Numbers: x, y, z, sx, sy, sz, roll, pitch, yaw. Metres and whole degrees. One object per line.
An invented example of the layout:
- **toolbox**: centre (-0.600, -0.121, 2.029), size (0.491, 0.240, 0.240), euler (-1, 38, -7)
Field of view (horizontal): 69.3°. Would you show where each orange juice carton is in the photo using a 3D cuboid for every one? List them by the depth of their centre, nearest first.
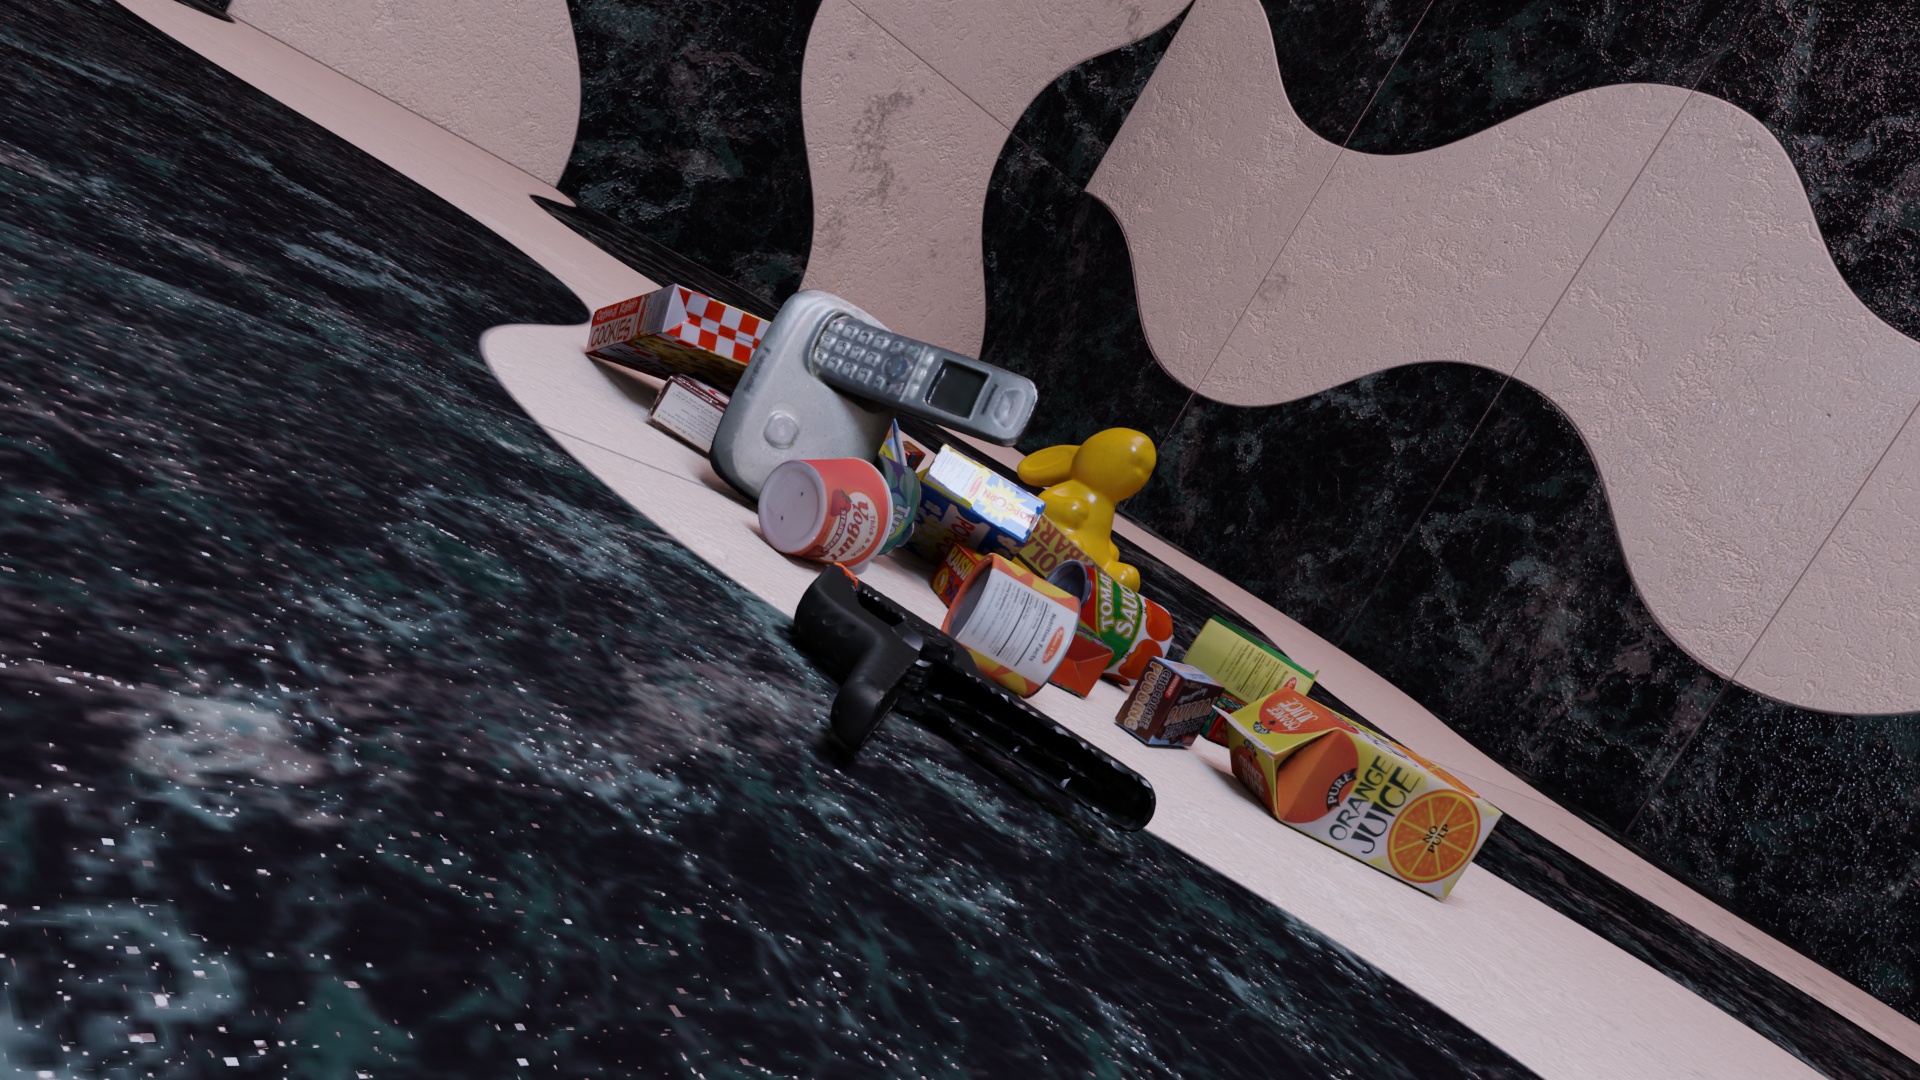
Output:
- **orange juice carton**: centre (0.254, 0.160, 0.921), size (0.192, 0.073, 0.072), euler (28, 8, -21)

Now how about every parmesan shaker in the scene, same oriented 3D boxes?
- **parmesan shaker**: centre (0.249, 0.116, 1.210), size (0.103, 0.071, 0.071), euler (32, 7, 14)

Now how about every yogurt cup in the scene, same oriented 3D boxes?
- **yogurt cup**: centre (-0.082, -0.018, 0.821), size (0.072, 0.072, 0.054), euler (35, 16, 32)

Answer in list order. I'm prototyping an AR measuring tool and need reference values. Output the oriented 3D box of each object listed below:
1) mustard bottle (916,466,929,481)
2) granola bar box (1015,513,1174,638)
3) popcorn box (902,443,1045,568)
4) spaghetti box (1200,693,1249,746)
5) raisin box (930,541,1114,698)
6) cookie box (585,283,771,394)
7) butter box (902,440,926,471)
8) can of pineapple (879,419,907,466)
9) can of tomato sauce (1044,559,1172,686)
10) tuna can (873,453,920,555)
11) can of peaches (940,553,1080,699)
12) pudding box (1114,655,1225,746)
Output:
- **mustard bottle**: centre (-0.020, -0.033, 1.154), size (0.049, 0.065, 0.160), euler (41, -11, -19)
- **granola bar box**: centre (0.088, 0.025, 1.141), size (0.165, 0.039, 0.124), euler (42, 0, -20)
- **popcorn box**: centre (0.004, -0.013, 1.010), size (0.085, 0.038, 0.126), euler (31, -22, 0)
- **spaghetti box**: centre (0.260, 0.162, 1.101), size (0.250, 0.028, 0.050), euler (25, 9, -38)
- **raisin box**: centre (0.038, 0.050, 0.932), size (0.086, 0.040, 0.123), euler (27, 7, -24)
- **cookie box**: centre (-0.196, -0.146, 1.051), size (0.123, 0.040, 0.167), euler (18, -8, -32)
- **butter box**: centre (-0.060, -0.062, 1.245), size (0.024, 0.053, 0.103), euler (33, 7, 3)
- **can of pineapple**: centre (-0.072, -0.055, 1.017), size (0.058, 0.071, 0.071), euler (-10, 5, 4)
- **can of tomato sauce**: centre (0.103, 0.060, 1.006), size (0.083, 0.071, 0.071), euler (28, 7, -25)
- **tuna can**: centre (-0.060, -0.024, 0.941), size (0.033, 0.071, 0.071), euler (24, 9, -38)
- **can of peaches**: centre (0.026, 0.049, 0.795), size (0.058, 0.071, 0.071), euler (29, 7, -12)
- **pudding box**: centre (0.137, 0.106, 0.906), size (0.030, 0.049, 0.083), euler (32, 6, 29)
